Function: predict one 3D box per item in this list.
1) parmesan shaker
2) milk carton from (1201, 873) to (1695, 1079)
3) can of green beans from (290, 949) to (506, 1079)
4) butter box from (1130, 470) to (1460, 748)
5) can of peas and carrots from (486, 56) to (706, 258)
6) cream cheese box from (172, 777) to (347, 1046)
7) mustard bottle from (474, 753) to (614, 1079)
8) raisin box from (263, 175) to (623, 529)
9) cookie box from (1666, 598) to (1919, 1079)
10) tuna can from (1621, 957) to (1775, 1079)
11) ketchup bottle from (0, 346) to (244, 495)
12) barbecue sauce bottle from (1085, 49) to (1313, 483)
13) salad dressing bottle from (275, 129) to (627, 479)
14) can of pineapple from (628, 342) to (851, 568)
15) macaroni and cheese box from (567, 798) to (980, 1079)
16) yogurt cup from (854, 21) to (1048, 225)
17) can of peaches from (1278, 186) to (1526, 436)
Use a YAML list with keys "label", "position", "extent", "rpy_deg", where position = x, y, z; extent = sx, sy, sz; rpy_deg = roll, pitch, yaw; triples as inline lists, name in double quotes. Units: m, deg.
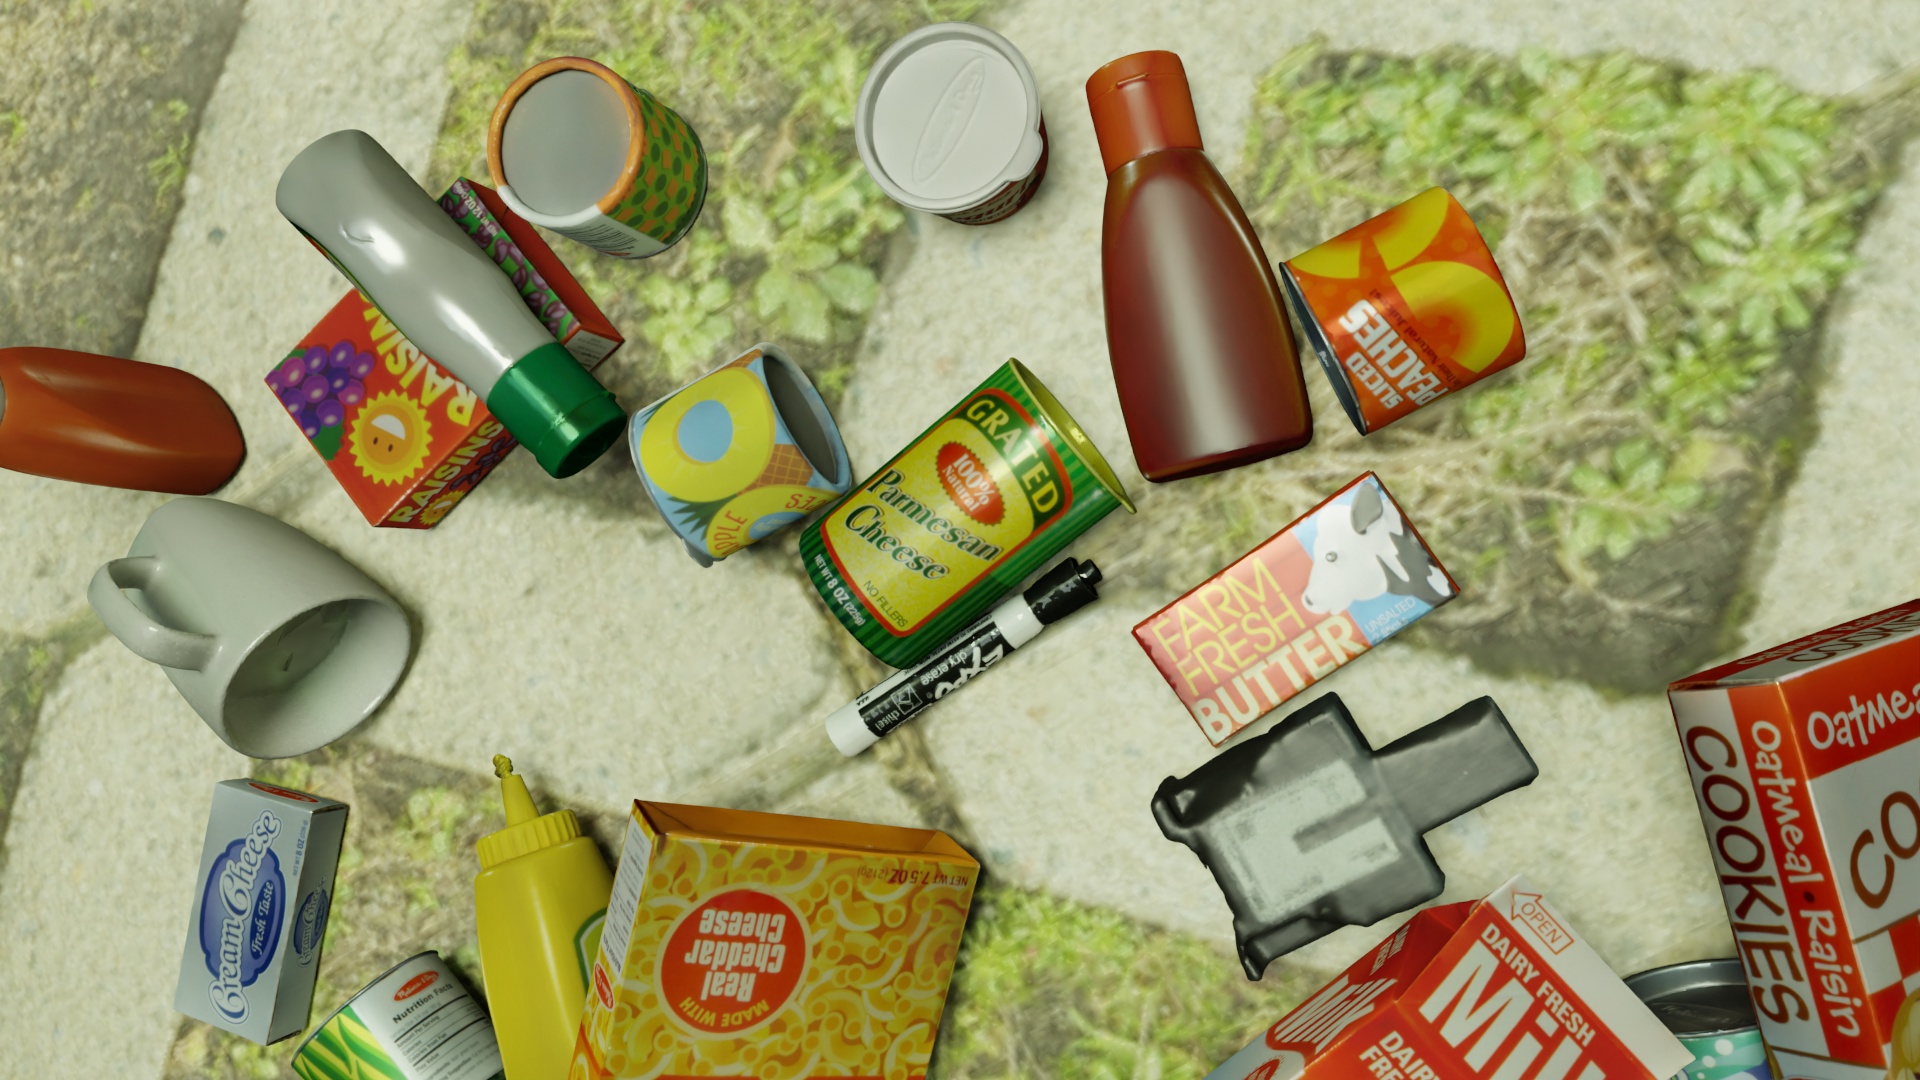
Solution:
- label: "parmesan shaker"
  position: [0.002, -0.006, 0.503]
  extent: [0.103, 0.071, 0.071]
  rpy_deg: [-39, 80, 11]
- label: "milk carton"
  position: [0.129, 0.187, 0.441]
  extent: [0.072, 0.074, 0.190]
  rpy_deg: [48, 115, 11]
- label: "can of green beans"
  position: [-0.221, 0.209, 0.557]
  extent: [0.071, 0.071, 0.058]
  rpy_deg: [-46, 80, 10]
- label: "butter box"
  position: [0.118, 0.025, 0.494]
  extent: [0.103, 0.024, 0.053]
  rpy_deg: [-35, 82, 12]
- label: "can of peas and carrots"
  position: [-0.142, -0.152, 0.547]
  extent: [0.071, 0.059, 0.071]
  rpy_deg: [0, 89, 14]
- label: "cream cheese box"
  position: [-0.303, 0.159, 0.601]
  extent: [0.053, 0.024, 0.103]
  rpy_deg: [12, 92, 16]
- label: "mustard bottle"
  position: [-0.156, 0.158, 0.543]
  extent: [0.049, 0.065, 0.160]
  rpy_deg: [-23, 81, 16]
- label: "raisin box"
  position: [-0.214, -0.075, 0.575]
  extent: [0.123, 0.040, 0.086]
  rpy_deg: [-42, 81, 9]
- label: "cookie box"
  position: [0.284, 0.108, 0.408]
  extent: [0.123, 0.040, 0.167]
  rpy_deg: [-11, 85, -25]
- label: "tuna can"
  position: [0.237, 0.159, 0.437]
  extent: [0.071, 0.071, 0.033]
  rpy_deg: [-16, 86, 14]
- label: "ketchup bottle"
  position: [-0.364, -0.051, 0.557]
  extent: [0.043, 0.149, 0.065]
  rpy_deg: [-46, 79, 9]
- label: "barbecue sauce bottle"
  position: [0.079, -0.098, 0.497]
  extent: [0.065, 0.044, 0.148]
  rpy_deg: [-14, 85, 14]
- label: "salad dressing bottle"
  position: [-0.188, -0.087, 0.519]
  extent: [0.044, 0.064, 0.147]
  rpy_deg: [-45, 87, 0]
- label: "can of pineapple"
  position: [-0.081, -0.032, 0.525]
  extent: [0.058, 0.071, 0.071]
  rpy_deg: [-27, 83, 13]
- label: "macaroni and cheese box"
  position: [-0.073, 0.183, 0.499]
  extent: [0.124, 0.040, 0.166]
  rpy_deg: [13, 94, -27]
- label: "yogurt cup"
  position: [0.001, -0.149, 0.512]
  extent: [0.072, 0.054, 0.072]
  rpy_deg: [0, 89, 15]
- label: "can of peaches"
  position: [0.148, -0.076, 0.465]
  extent: [0.058, 0.071, 0.071]
  rpy_deg: [-26, 83, 12]
